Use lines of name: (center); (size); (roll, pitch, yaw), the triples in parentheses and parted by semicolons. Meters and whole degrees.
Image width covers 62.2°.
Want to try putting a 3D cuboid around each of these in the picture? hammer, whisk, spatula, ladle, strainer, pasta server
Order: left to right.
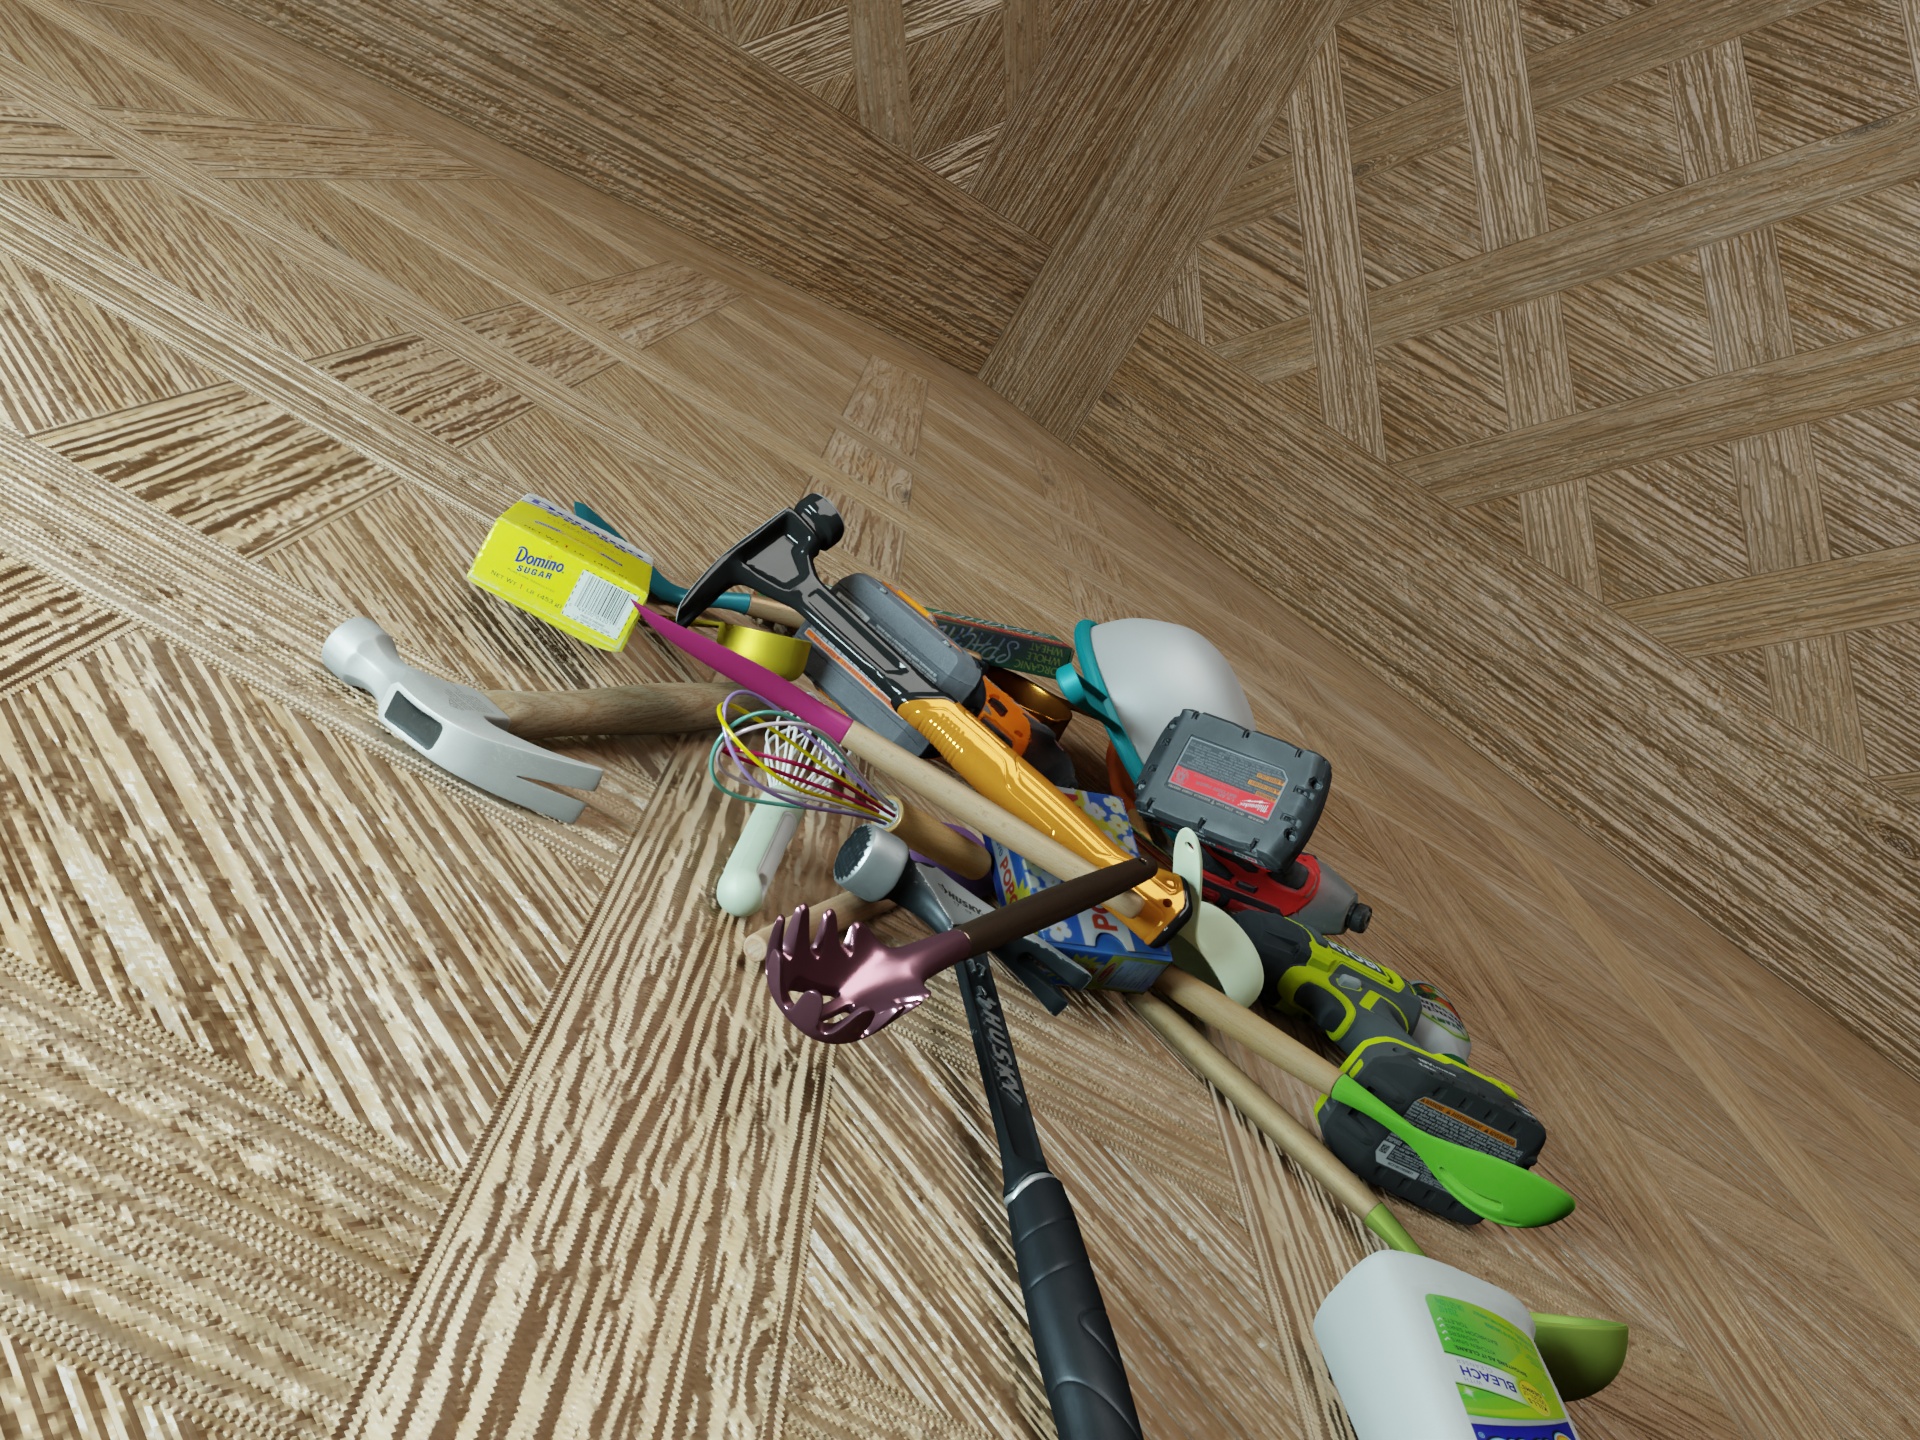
hammer: (-0.179, -0.004, 0.866); (0.130, 0.031, 0.331); (38, 16, 19)
spatula: (-0.125, -0.087, 1.139); (0.317, 0.044, 0.082); (13, 19, -23)
whisk: (-0.095, 0.043, 0.867); (0.059, 0.057, 0.246); (-1, 20, 6)
whisk: (-0.050, 0.046, 0.840); (0.047, 0.051, 0.244); (19, -9, 37)
spatula: (-0.039, 0.092, 0.870); (0.060, 0.018, 0.316); (46, 18, 11)
hammer: (-0.008, 0.011, 0.905); (0.337, 0.034, 0.127); (42, 58, 9)
pasta server: (0.017, 0.092, 0.733); (0.060, 0.040, 0.316); (42, 27, 22)
hammer: (0.030, 0.187, 0.667); (0.149, 0.036, 0.409); (33, 17, -23)
spatula: (0.143, 0.078, 1.219); (0.081, 0.041, 0.323); (55, 12, -16)
strainer: (0.158, -0.015, 1.208); (0.211, 0.095, 0.340); (67, 14, 17)
ladle: (0.209, 0.237, 0.856); (0.320, 0.062, 0.078); (41, 7, 35)

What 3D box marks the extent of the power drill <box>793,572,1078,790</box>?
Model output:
power drill: (-0.002, -0.003, 1.066); (0.164, 0.084, 0.226); (41, 3, 26)

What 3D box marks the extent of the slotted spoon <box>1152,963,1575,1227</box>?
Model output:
slotted spoon: (0.189, 0.191, 0.887); (0.314, 0.031, 0.070); (30, -18, 35)

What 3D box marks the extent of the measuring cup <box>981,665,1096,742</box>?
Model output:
measuring cup: (0.066, 0.007, 1.252); (0.173, 0.052, 0.095); (15, 19, -42)

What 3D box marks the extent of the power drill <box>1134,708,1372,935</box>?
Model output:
power drill: (0.206, 0.086, 1.091); (0.143, 0.078, 0.219); (22, -17, 27)

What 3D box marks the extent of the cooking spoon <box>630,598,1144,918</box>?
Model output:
cooking spoon: (-0.039, 0.020, 0.850); (0.319, 0.017, 0.069); (31, -2, -3)

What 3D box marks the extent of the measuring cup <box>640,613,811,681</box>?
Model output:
measuring cup: (-0.156, -0.047, 0.996); (0.157, 0.029, 0.062); (11, 0, 43)

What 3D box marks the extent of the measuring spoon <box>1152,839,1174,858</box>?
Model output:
measuring spoon: (0.193, 0.129, 1.223); (0.124, 0.018, 0.034); (35, 13, 34)

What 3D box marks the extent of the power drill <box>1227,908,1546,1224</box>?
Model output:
power drill: (0.249, 0.202, 1.002); (0.171, 0.080, 0.223); (28, 13, -21)

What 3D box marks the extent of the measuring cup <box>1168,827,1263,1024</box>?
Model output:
measuring cup: (0.145, 0.113, 0.935); (0.038, 0.167, 0.083); (-33, 49, -23)
